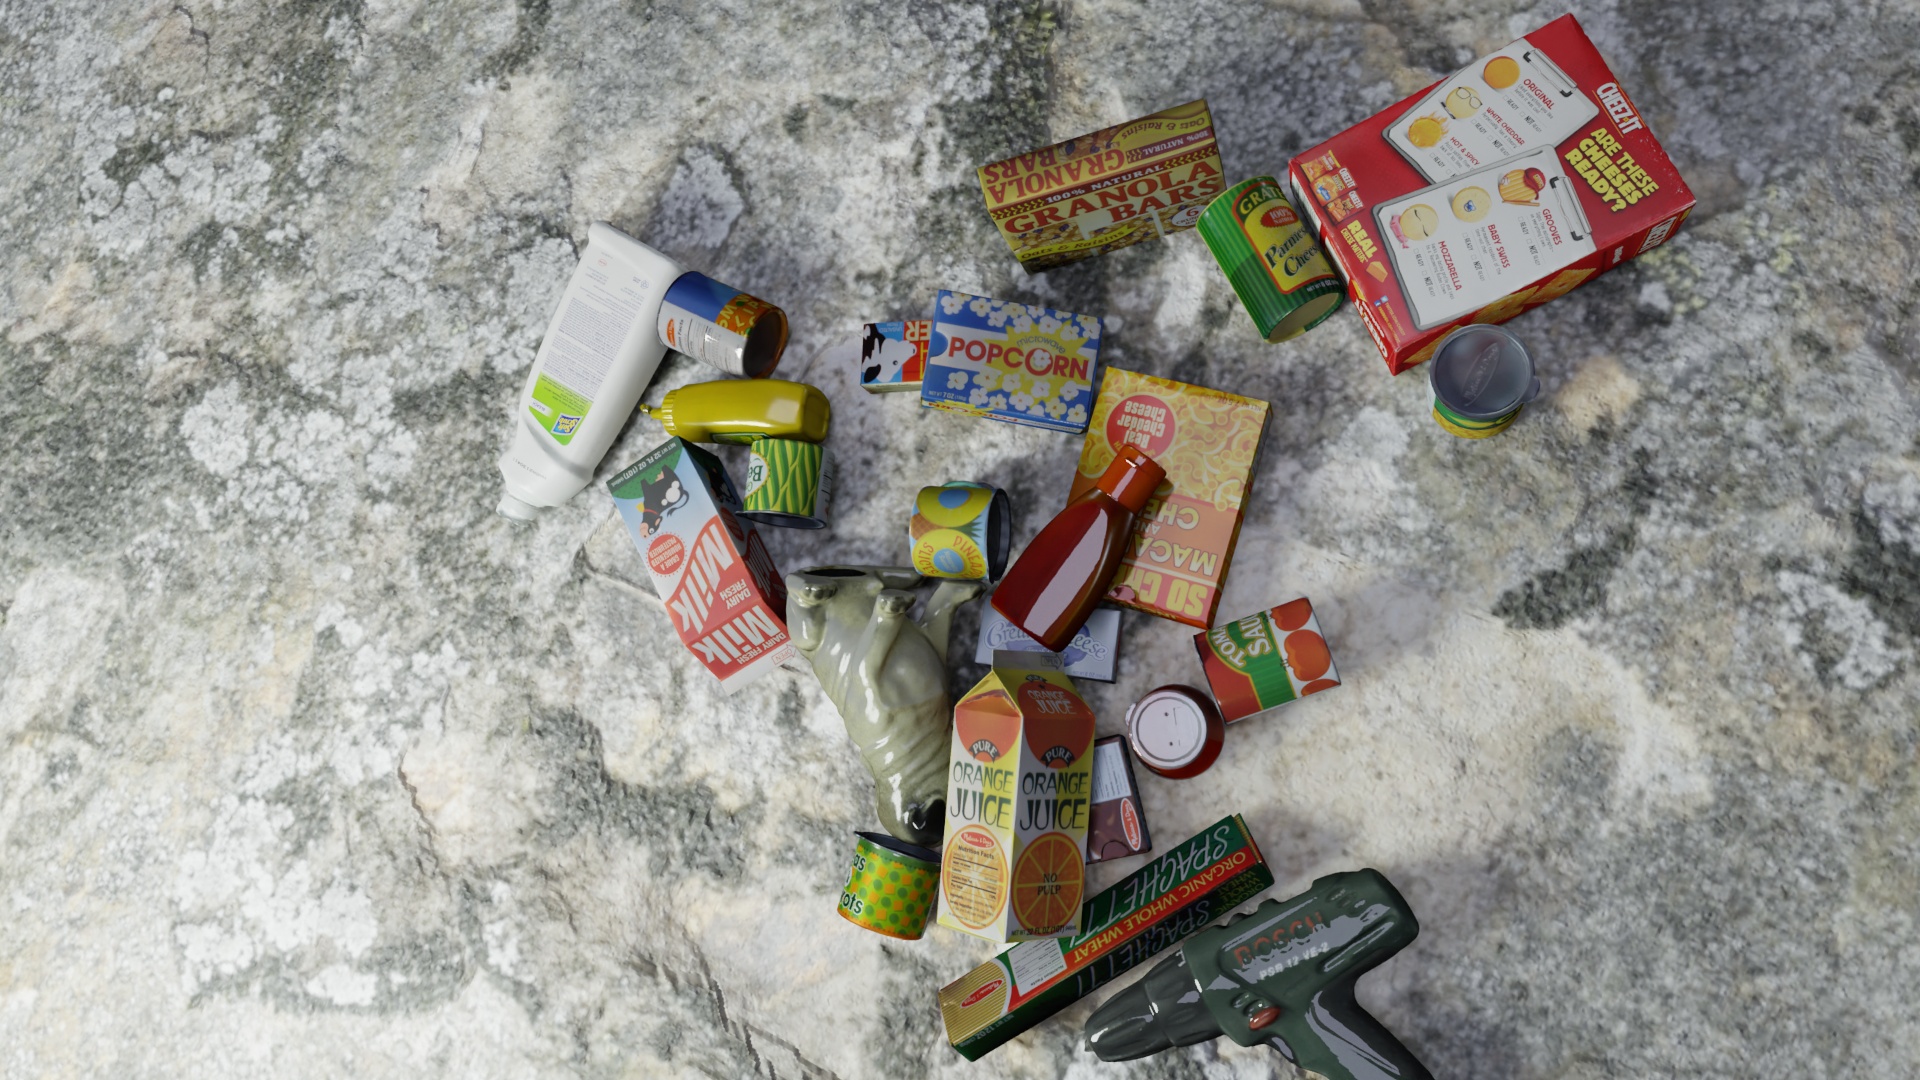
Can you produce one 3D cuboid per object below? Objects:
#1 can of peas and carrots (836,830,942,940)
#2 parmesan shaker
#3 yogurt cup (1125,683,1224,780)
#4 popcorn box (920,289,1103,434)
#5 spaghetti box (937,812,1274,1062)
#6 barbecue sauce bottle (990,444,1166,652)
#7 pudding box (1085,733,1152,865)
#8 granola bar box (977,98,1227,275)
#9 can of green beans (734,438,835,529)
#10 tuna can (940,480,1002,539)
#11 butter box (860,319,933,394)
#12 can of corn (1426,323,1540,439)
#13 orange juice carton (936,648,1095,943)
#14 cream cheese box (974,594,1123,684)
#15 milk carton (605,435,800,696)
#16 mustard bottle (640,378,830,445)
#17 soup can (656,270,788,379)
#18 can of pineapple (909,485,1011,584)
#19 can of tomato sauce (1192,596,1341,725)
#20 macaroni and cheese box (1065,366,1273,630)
[{"bbox_3d":[-0.051,0.246,0.993,0.071,0.071,0.059,16,85,18],"label":"can of peas and carrots"},{"bbox_3d":[0.227,-0.203,1.005,0.071,0.071,0.103,-30,74,9],"label":"parmesan shaker"},{"bbox_3d":[0.148,0.132,0.967,0.072,0.054,0.072,-3,79,15],"label":"yogurt cup"},{"bbox_3d":[0.038,-0.133,1.039,0.127,0.038,0.085,10,83,-2],"label":"popcorn box"},{"bbox_3d":[0.098,0.273,0.954,0.250,0.028,0.050,-33,32,7],"label":"spaghetti box"},{"bbox_3d":[0.087,0.003,0.972,0.065,0.043,0.148,36,92,27],"label":"barbecue sauce bottle"},{"bbox_3d":[0.101,0.183,0.982,0.049,0.030,0.084,-16,76,11],"label":"pudding box"},{"bbox_3d":[0.110,-0.254,1.016,0.165,0.124,0.039,-14,75,13],"label":"granola bar box"},{"bbox_3d":[-0.133,-0.043,1.073,0.071,0.071,0.058,4,80,16],"label":"can of green beans"},{"bbox_3d":[0.004,-0.013,1.047,0.071,0.033,0.071,-3,79,15],"label":"tuna can"},{"bbox_3d":[-0.026,-0.145,1.085,0.103,0.024,0.053,-1,80,16],"label":"butter box"},{"bbox_3d":[0.357,-0.107,0.952,0.071,0.058,0.071,-3,79,15],"label":"can of corn"},{"bbox_3d":[0.040,0.172,0.955,0.073,0.072,0.192,-1,83,49],"label":"orange juice carton"},{"bbox_3d":[0.065,0.072,1.017,0.104,0.024,0.053,6,80,17],"label":"cream cheese box"},{"bbox_3d":[-0.192,0.021,1.074,0.072,0.073,0.191,-31,73,8],"label":"milk carton"},{"bbox_3d":[-0.185,-0.101,1.104,0.160,0.065,0.049,2,79,22],"label":"mustard bottle"},{"bbox_3d":[-0.189,-0.173,1.117,0.084,0.071,0.071,25,87,18],"label":"soup can"},{"bbox_3d":[0.000,-0.004,0.991,0.058,0.071,0.071,3,80,17],"label":"can of pineapple"},{"bbox_3d":[0.209,0.081,0.951,0.083,0.071,0.071,-21,75,11],"label":"can of tomato sauce"},{"bbox_3d":[0.143,-0.032,1.007,0.124,0.040,0.166,15,84,19],"label":"macaroni and cheese box"}]
